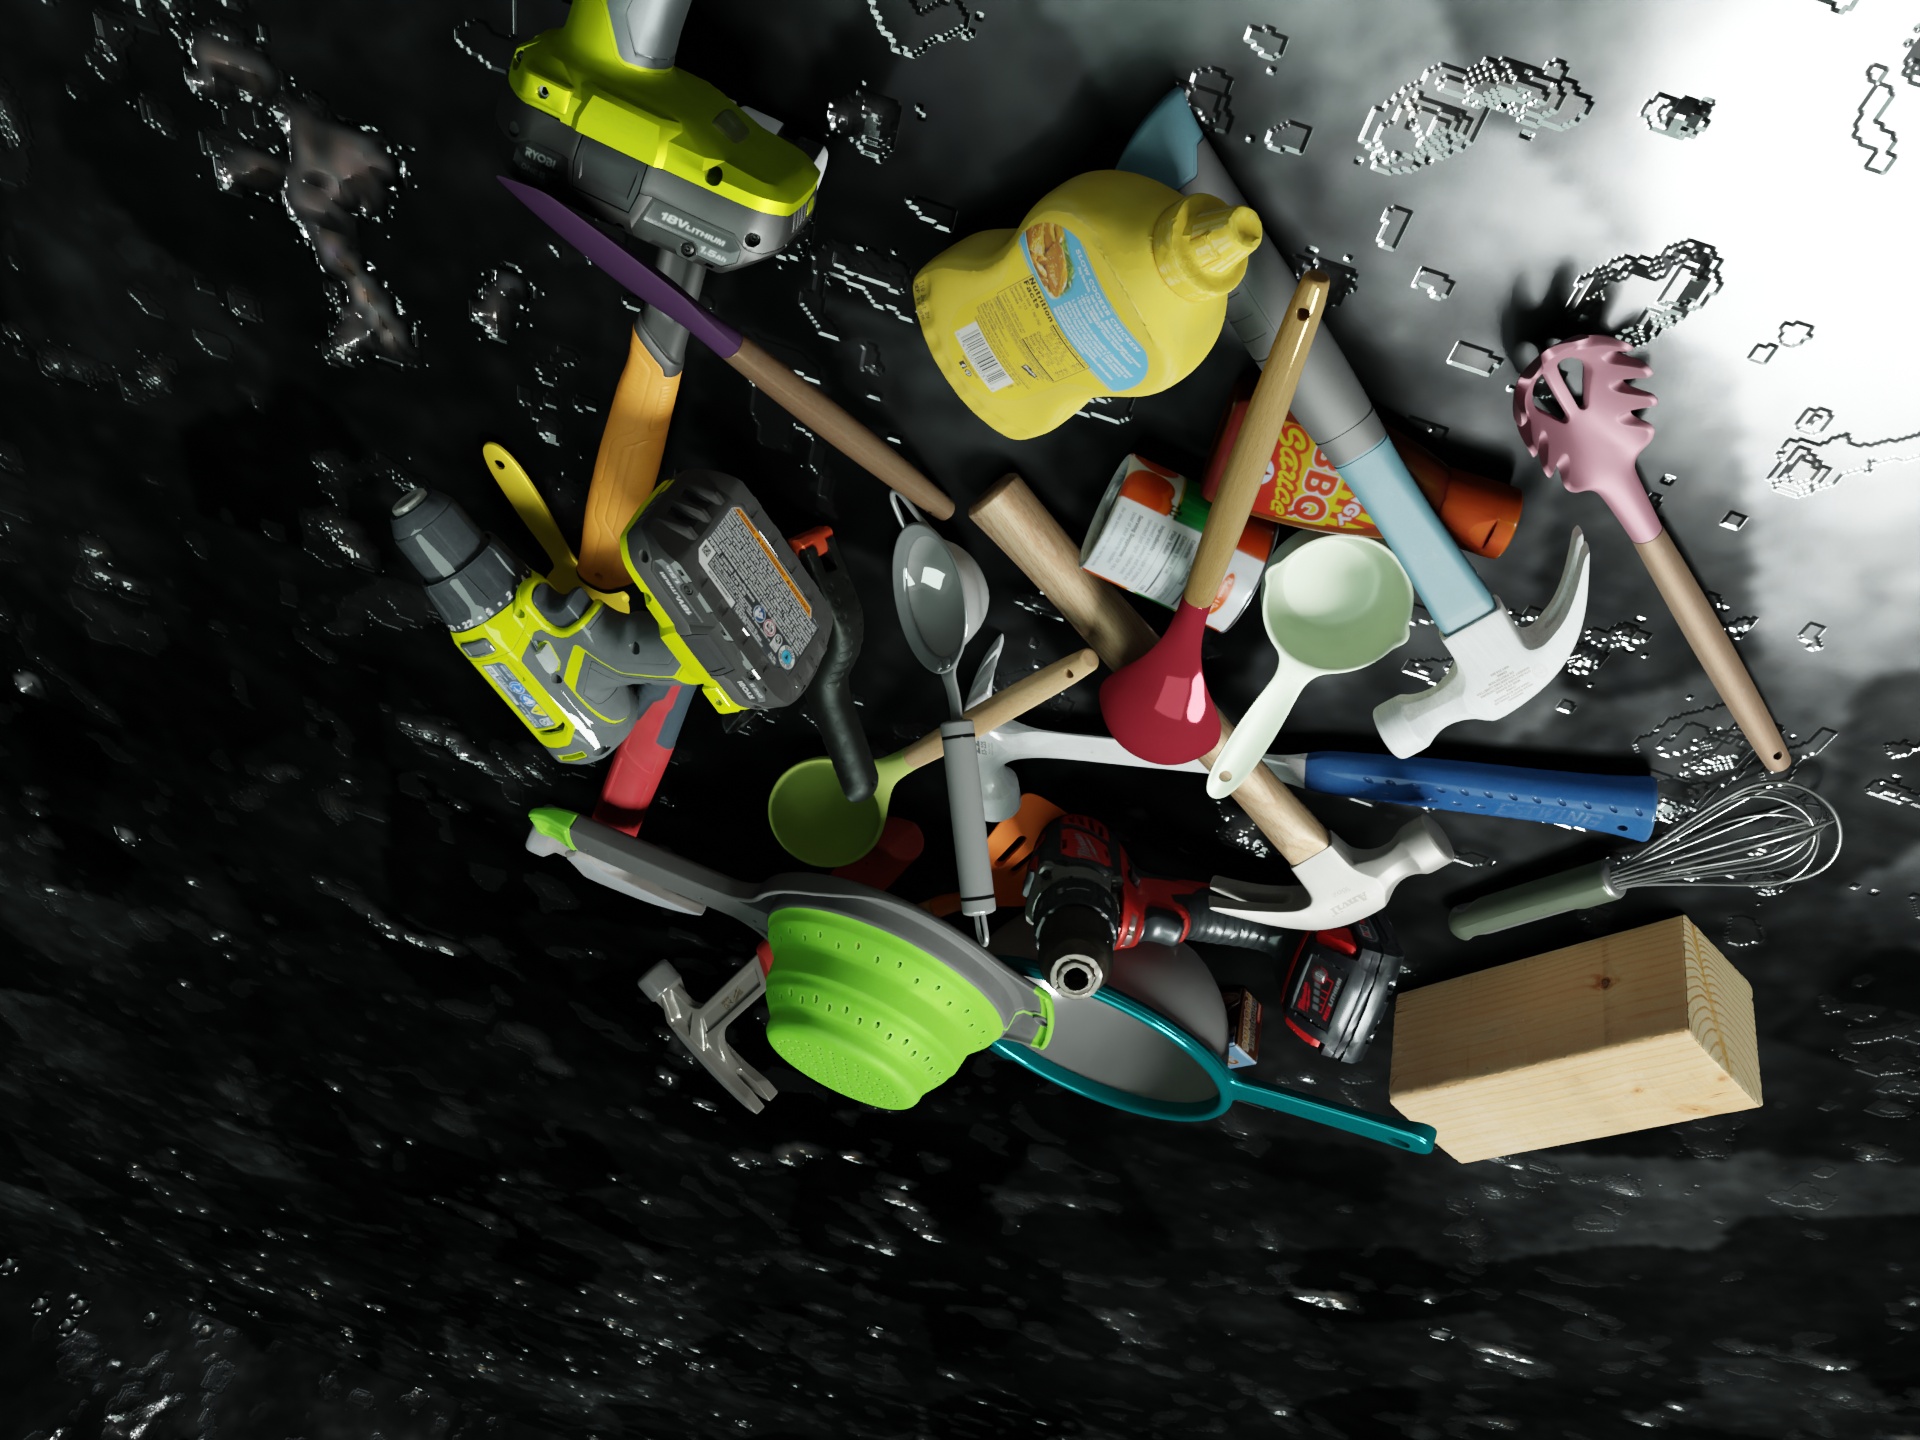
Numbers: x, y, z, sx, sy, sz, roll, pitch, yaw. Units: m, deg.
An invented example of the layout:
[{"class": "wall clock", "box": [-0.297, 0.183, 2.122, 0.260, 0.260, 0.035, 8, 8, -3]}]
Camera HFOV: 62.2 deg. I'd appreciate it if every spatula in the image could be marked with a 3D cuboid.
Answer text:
[{"class": "spatula", "box": [-0.028, 0.135, 1.162, 0.081, 0.041, 0.322, 37, 140, -21]}, {"class": "spatula", "box": [-0.095, -0.167, 0.759, 0.060, 0.018, 0.315, 30, 180, 40]}]

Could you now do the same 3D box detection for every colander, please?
[{"class": "colander", "box": [-0.136, 0.165, 1.073, 0.397, 0.094, 0.204, 21, 152, 13]}]

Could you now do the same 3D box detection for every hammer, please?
[{"class": "hammer", "box": [0.124, -0.005, 0.892, 0.130, 0.031, 0.331, -37, 105, 28]}, {"class": "hammer", "box": [-0.173, -0.187, 0.847, 0.127, 0.034, 0.336, 22, 139, -6]}, {"class": "hammer", "box": [-0.124, 0.180, 1.211, 0.149, 0.037, 0.359, 47, 133, 1]}, {"class": "hammer", "box": [0.174, -0.134, 0.727, 0.128, 0.033, 0.330, -31, 109, 24]}, {"class": "hammer", "box": [0.194, 0.026, 0.944, 0.405, 0.035, 0.143, 6, 138, 15]}, {"class": "hammer", "box": [-0.193, 0.010, 1.071, 0.143, 0.038, 0.386, 24, 139, -8]}]

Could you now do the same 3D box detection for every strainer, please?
[{"class": "strainer", "box": [0.159, 0.201, 1.080, 0.340, 0.095, 0.210, 13, 150, 24]}, {"class": "strainer", "box": [-0.001, -0.003, 0.888, 0.050, 0.258, 0.087, -6, 177, -26]}]

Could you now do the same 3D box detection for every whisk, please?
[{"class": "whisk", "box": [0.393, 0.092, 0.938, 0.246, 0.058, 0.059, -29, 87, 46]}]

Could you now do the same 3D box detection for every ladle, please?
[{"class": "ladle", "box": [0.122, -0.077, 0.760, 0.069, 0.031, 0.315, 23, 139, 9]}, {"class": "ladle", "box": [-0.022, 0.022, 0.968, 0.078, 0.062, 0.320, 49, 143, -9]}]

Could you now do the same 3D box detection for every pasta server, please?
[{"class": "pasta server", "box": [0.350, -0.070, 0.778, 0.060, 0.040, 0.316, -36, 121, 15]}]

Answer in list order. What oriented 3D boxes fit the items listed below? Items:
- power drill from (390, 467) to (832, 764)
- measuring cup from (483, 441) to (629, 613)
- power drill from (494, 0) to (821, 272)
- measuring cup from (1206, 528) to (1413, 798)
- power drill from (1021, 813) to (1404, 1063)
[{"class": "power drill", "box": [-0.206, -0.067, 0.908, 0.228, 0.080, 0.190, -8, 129, 36]}, {"class": "measuring cup", "box": [-0.256, -0.102, 0.975, 0.062, 0.029, 0.156, -1, 137, 22]}, {"class": "power drill", "box": [-0.089, -0.304, 0.631, 0.171, 0.080, 0.223, 24, 125, -5]}, {"class": "measuring cup", "box": [0.175, -0.031, 0.847, 0.083, 0.038, 0.167, 25, 117, -7]}, {"class": "power drill", "box": [0.148, 0.136, 0.976, 0.226, 0.188, 0.080, 16, 109, -1]}]
